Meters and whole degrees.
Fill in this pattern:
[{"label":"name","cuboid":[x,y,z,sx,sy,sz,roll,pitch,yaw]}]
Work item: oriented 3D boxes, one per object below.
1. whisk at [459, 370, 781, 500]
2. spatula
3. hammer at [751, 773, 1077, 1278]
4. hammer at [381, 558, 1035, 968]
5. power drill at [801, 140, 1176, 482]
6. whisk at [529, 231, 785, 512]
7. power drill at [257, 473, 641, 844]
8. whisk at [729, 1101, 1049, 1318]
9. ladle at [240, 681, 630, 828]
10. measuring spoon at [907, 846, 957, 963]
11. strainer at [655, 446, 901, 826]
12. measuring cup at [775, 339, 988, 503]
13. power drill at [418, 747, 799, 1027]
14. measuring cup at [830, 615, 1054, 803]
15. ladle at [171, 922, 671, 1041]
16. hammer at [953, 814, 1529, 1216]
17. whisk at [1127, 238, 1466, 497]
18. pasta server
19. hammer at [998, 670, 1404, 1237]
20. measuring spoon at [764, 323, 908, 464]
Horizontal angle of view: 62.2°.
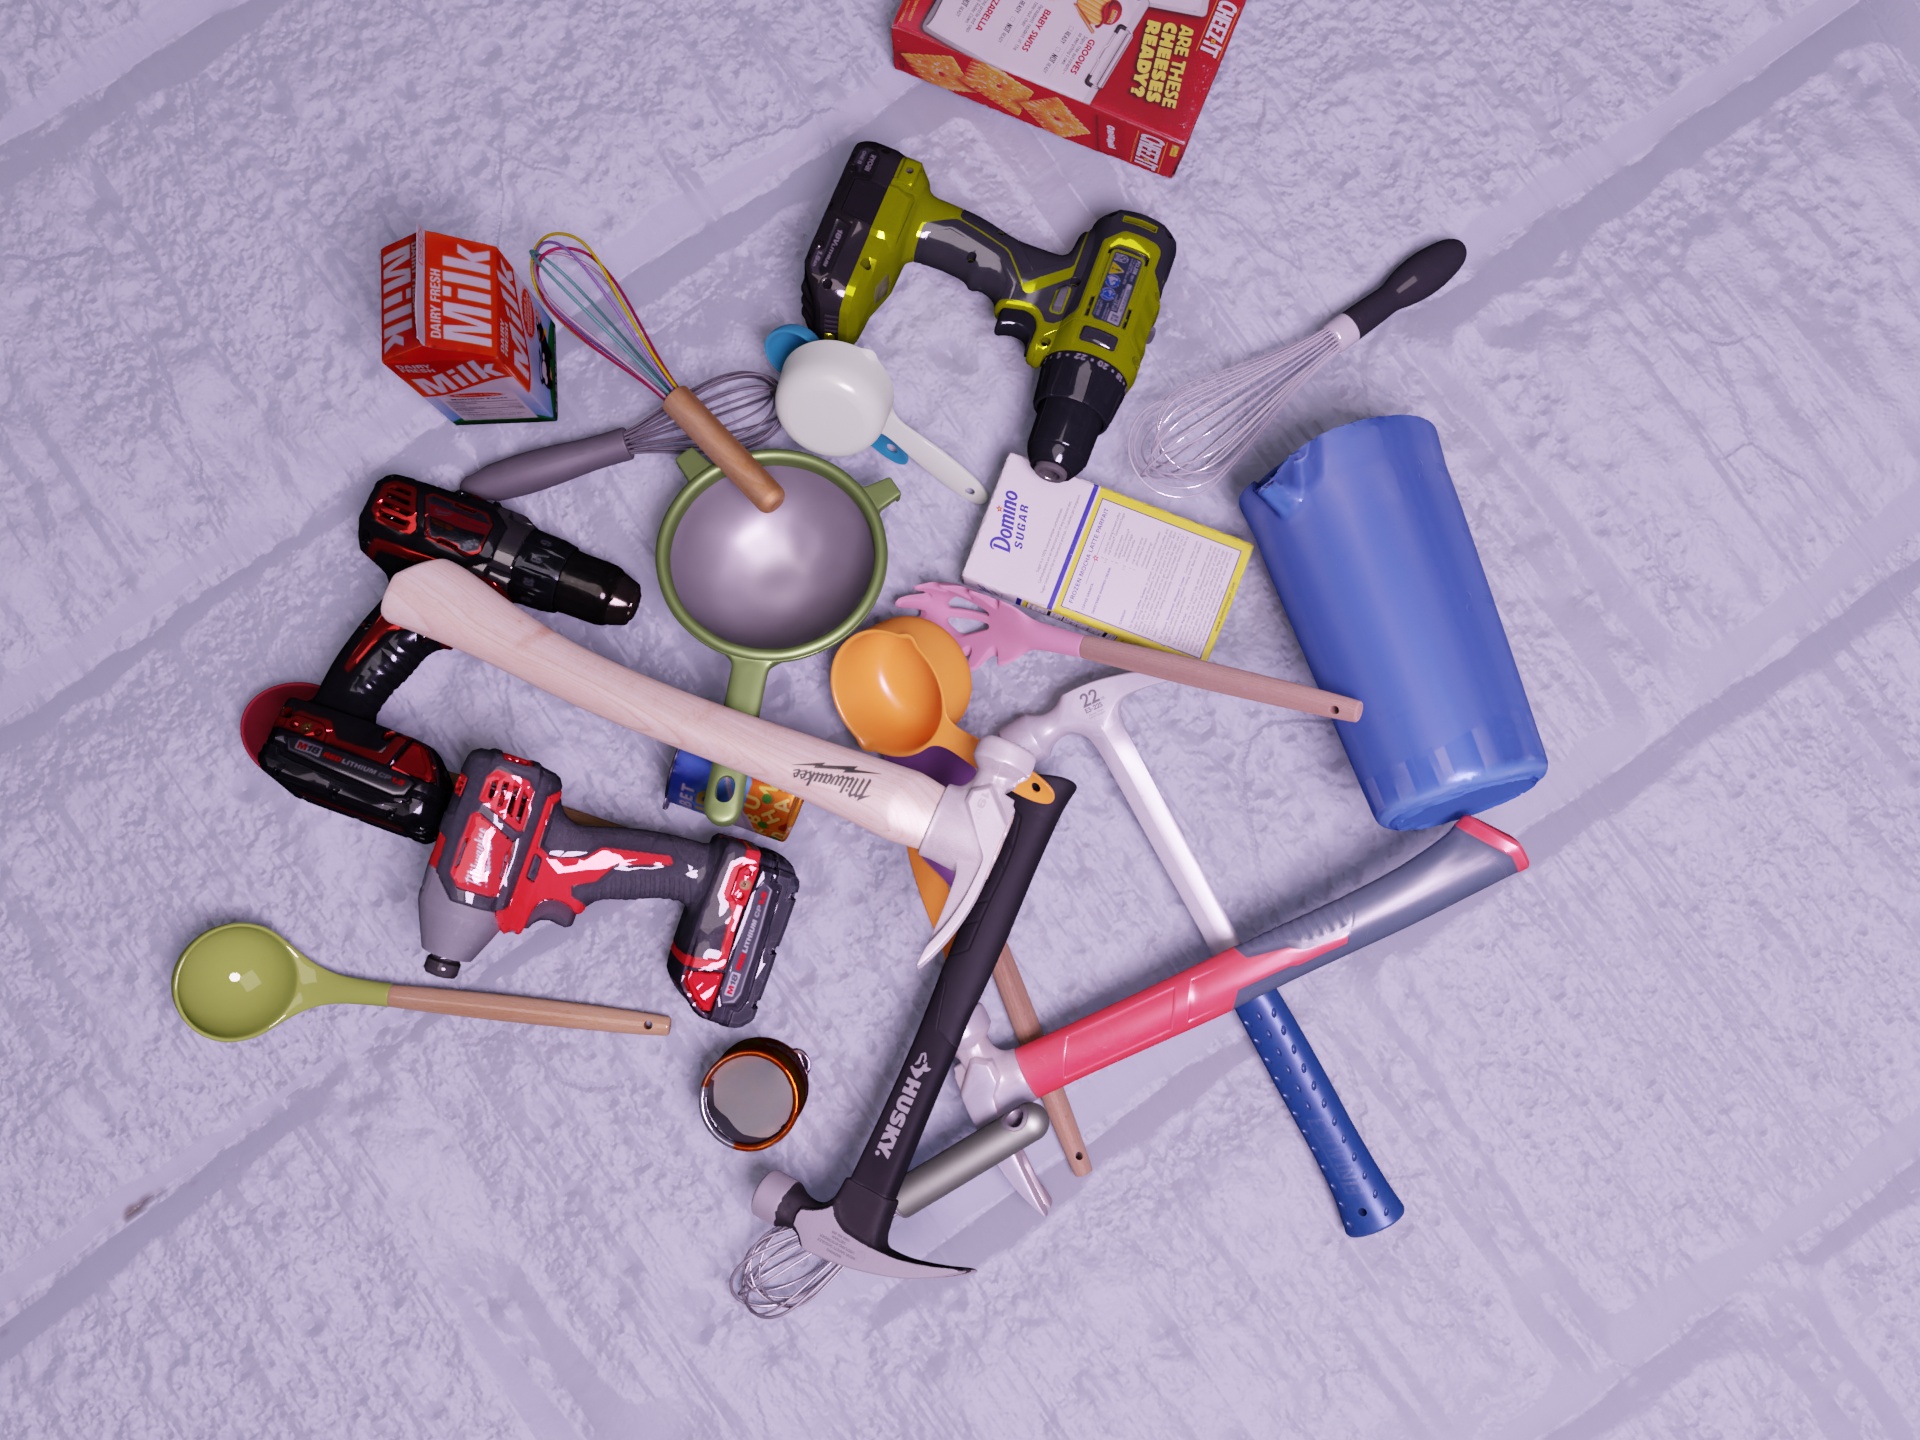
[{"label":"whisk","cuboid":[-0.228,-0.189,1.083,0.239,0.055,0.055,-16,86,3]},{"label":"spatula","cuboid":[0.027,0.155,1.070,0.060,0.018,0.316,-20,86,-13]},{"label":"hammer","cuboid":[-0.003,0.188,1.008,0.146,0.035,0.335,20,80,25]},{"label":"hammer","cuboid":[-0.169,0.009,0.972,0.410,0.038,0.146,23,78,6]},{"label":"power drill","cuboid":[0.014,-0.273,1.059,0.228,0.080,0.191,20,74,0]},{"label":"whisk","cuboid":[-0.200,-0.229,1.038,0.047,0.051,0.245,-43,82,-3]},{"label":"power drill","cuboid":[-0.331,-0.037,1.043,0.188,0.080,0.227,20,73,-2]},{"label":"whisk","cuboid":[-0.046,0.314,1.025,0.246,0.058,0.059,-34,125,11]},{"label":"ladle","cuboid":[-0.328,0.046,1.073,0.315,0.031,0.069,18,82,-1]},{"label":"measuring spoon","cuboid":[-0.016,0.122,1.075,0.021,0.011,0.117,-16,86,-1]},{"label":"strainer","cuboid":[-0.131,-0.050,1.044,0.151,0.069,0.256,8,73,1]},{"label":"measuring cup","cuboid":[-0.050,-0.184,1.056,0.167,0.083,0.038,34,46,-22]},{"label":"power drill","cuboid":[-0.227,0.115,1.006,0.219,0.078,0.143,21,86,-20]},{"label":"measuring cup","cuboid":[-0.002,-0.003,1.041,0.174,0.052,0.095,33,124,14]},{"label":"ladle","cuboid":[-0.353,0.186,1.050,0.320,0.062,0.078,7,86,-2]},{"label":"hammer","cuboid":[0.181,0.177,1.008,0.386,0.038,0.143,-27,87,11]},{"label":"whisk","cuboid":[0.234,-0.245,1.083,0.284,0.070,0.070,-35,87,-7]},{"label":"pasta server","cuboid":[0.099,-0.039,1.012,0.316,0.040,0.060,15,117,29]},{"label":"hammer","cuboid":[0.182,0.150,1.050,0.144,0.035,0.405,-29,89,17]},{"label":"measuring spoon","cuboid":[-0.078,-0.222,1.076,0.128,0.042,0.021,42,52,-25]}]
